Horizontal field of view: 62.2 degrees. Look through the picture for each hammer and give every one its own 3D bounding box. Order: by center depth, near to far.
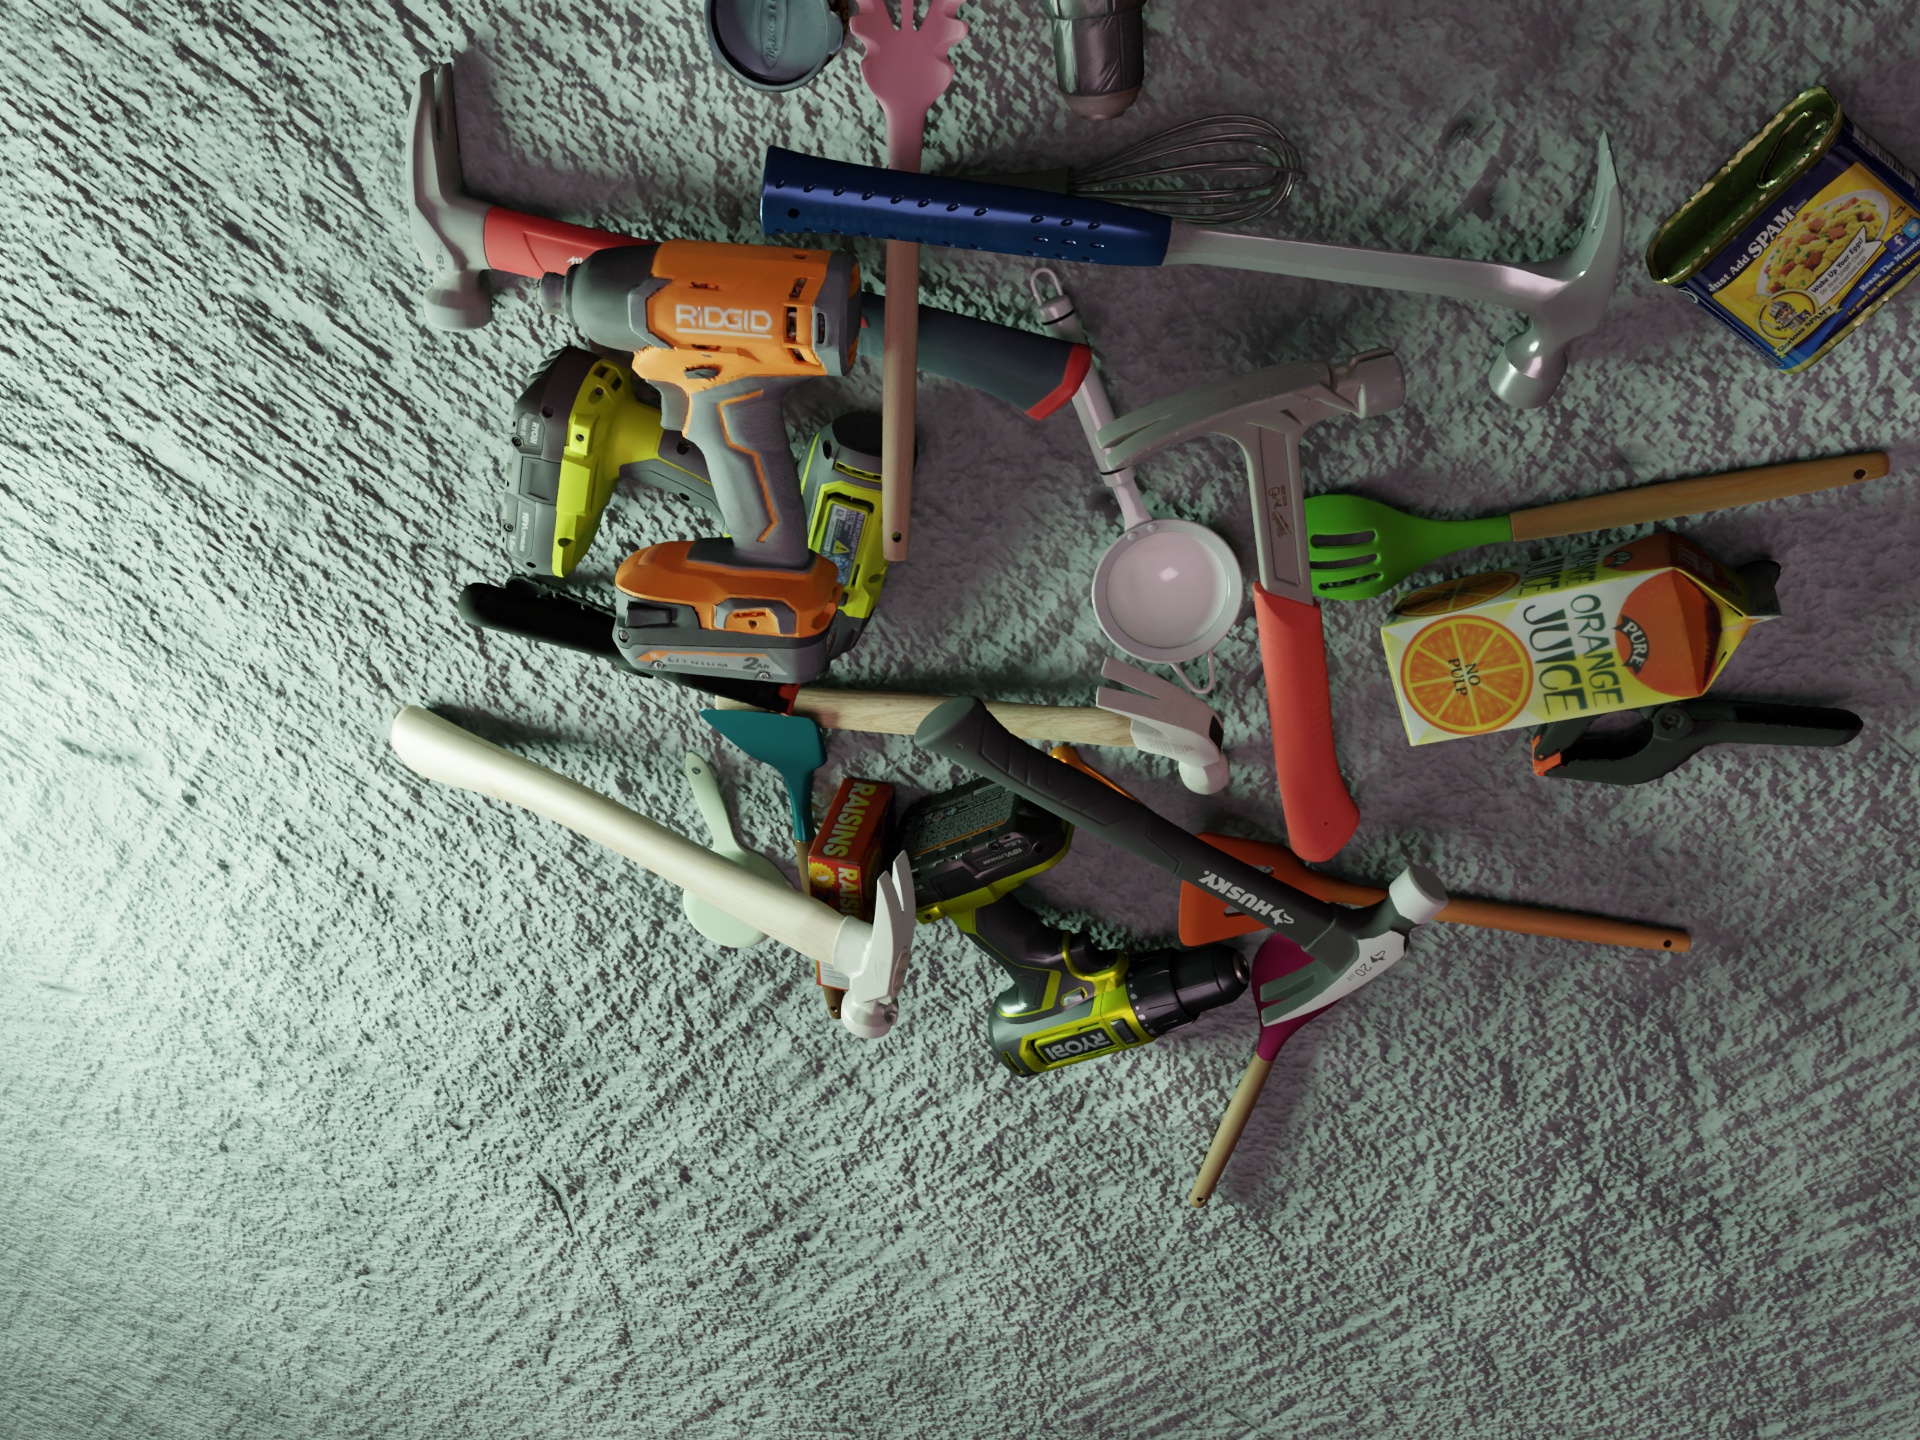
[{"bbox_3d":[0.109,-0.231,0.753,0.405,0.035,0.144,7,147,-2],"label":"hammer"},{"bbox_3d":[-0.117,-0.244,0.855,0.386,0.038,0.143,15,127,9],"label":"hammer"},{"bbox_3d":[0.177,-0.040,0.891,0.149,0.037,0.358,-16,135,2],"label":"hammer"},{"bbox_3d":[0.121,0.079,0.972,0.334,0.035,0.146,28,124,-14],"label":"hammer"},{"bbox_3d":[-0.002,-0.003,1.002,0.331,0.031,0.130,4,157,19],"label":"hammer"},{"bbox_3d":[-0.216,0.073,1.069,0.411,0.038,0.146,23,131,17],"label":"hammer"}]

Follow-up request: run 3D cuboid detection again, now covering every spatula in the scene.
[{"bbox_3d":[0.305,0.125,1.029,0.322,0.041,0.081,7,107,8],"label":"spatula"},{"bbox_3d":[-0.112,0.108,1.129,0.082,0.044,0.317,5,128,15],"label":"spatula"}]

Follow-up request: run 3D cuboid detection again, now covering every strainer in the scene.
[{"bbox_3d":[0.093,-0.134,0.896,0.087,0.050,0.258,-21,113,10],"label":"strainer"}]

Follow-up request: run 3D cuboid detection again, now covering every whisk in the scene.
[{"bbox_3d":[0.054,-0.267,0.803,0.239,0.055,0.055,0,126,20],"label":"whisk"}]

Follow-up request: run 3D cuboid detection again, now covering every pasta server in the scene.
[{"bbox_3d":[-0.029,-0.235,0.796,0.060,0.040,0.316,1,106,-4],"label":"pasta server"}]

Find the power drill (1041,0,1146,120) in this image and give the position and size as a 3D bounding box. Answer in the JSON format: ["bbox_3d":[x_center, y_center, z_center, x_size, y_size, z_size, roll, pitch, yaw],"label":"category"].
[{"bbox_3d":[0.133,-0.361,0.691,0.226,0.084,0.185,5,128,17],"label":"power drill"}]

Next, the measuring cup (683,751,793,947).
[{"bbox_3d":[-0.174,0.097,1.140,0.083,0.038,0.167,-1,128,16],"label":"measuring cup"}]

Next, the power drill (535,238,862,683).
[{"bbox_3d":[-0.138,-0.140,0.843,0.164,0.084,0.226,6,119,3],"label":"power drill"}]

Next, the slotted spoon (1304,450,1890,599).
[{"bbox_3d":[0.324,-0.111,0.858,0.314,0.031,0.070,-8,124,19],"label":"slotted spoon"}]

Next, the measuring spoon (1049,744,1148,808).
[{"bbox_3d":[0.104,0.056,1.051,0.116,0.011,0.021,39,126,-15],"label":"measuring spoon"}]

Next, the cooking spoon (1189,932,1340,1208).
[{"bbox_3d":[0.218,0.262,1.170,0.069,0.017,0.318,16,128,4],"label":"cooking spoon"}]

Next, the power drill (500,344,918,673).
[{"bbox_3d":[-0.151,-0.122,0.949,0.223,0.080,0.171,17,128,-2],"label":"power drill"}]

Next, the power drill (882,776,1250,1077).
[{"bbox_3d":[0.071,0.141,1.085,0.190,0.080,0.228,-22,120,25],"label":"power drill"}]
